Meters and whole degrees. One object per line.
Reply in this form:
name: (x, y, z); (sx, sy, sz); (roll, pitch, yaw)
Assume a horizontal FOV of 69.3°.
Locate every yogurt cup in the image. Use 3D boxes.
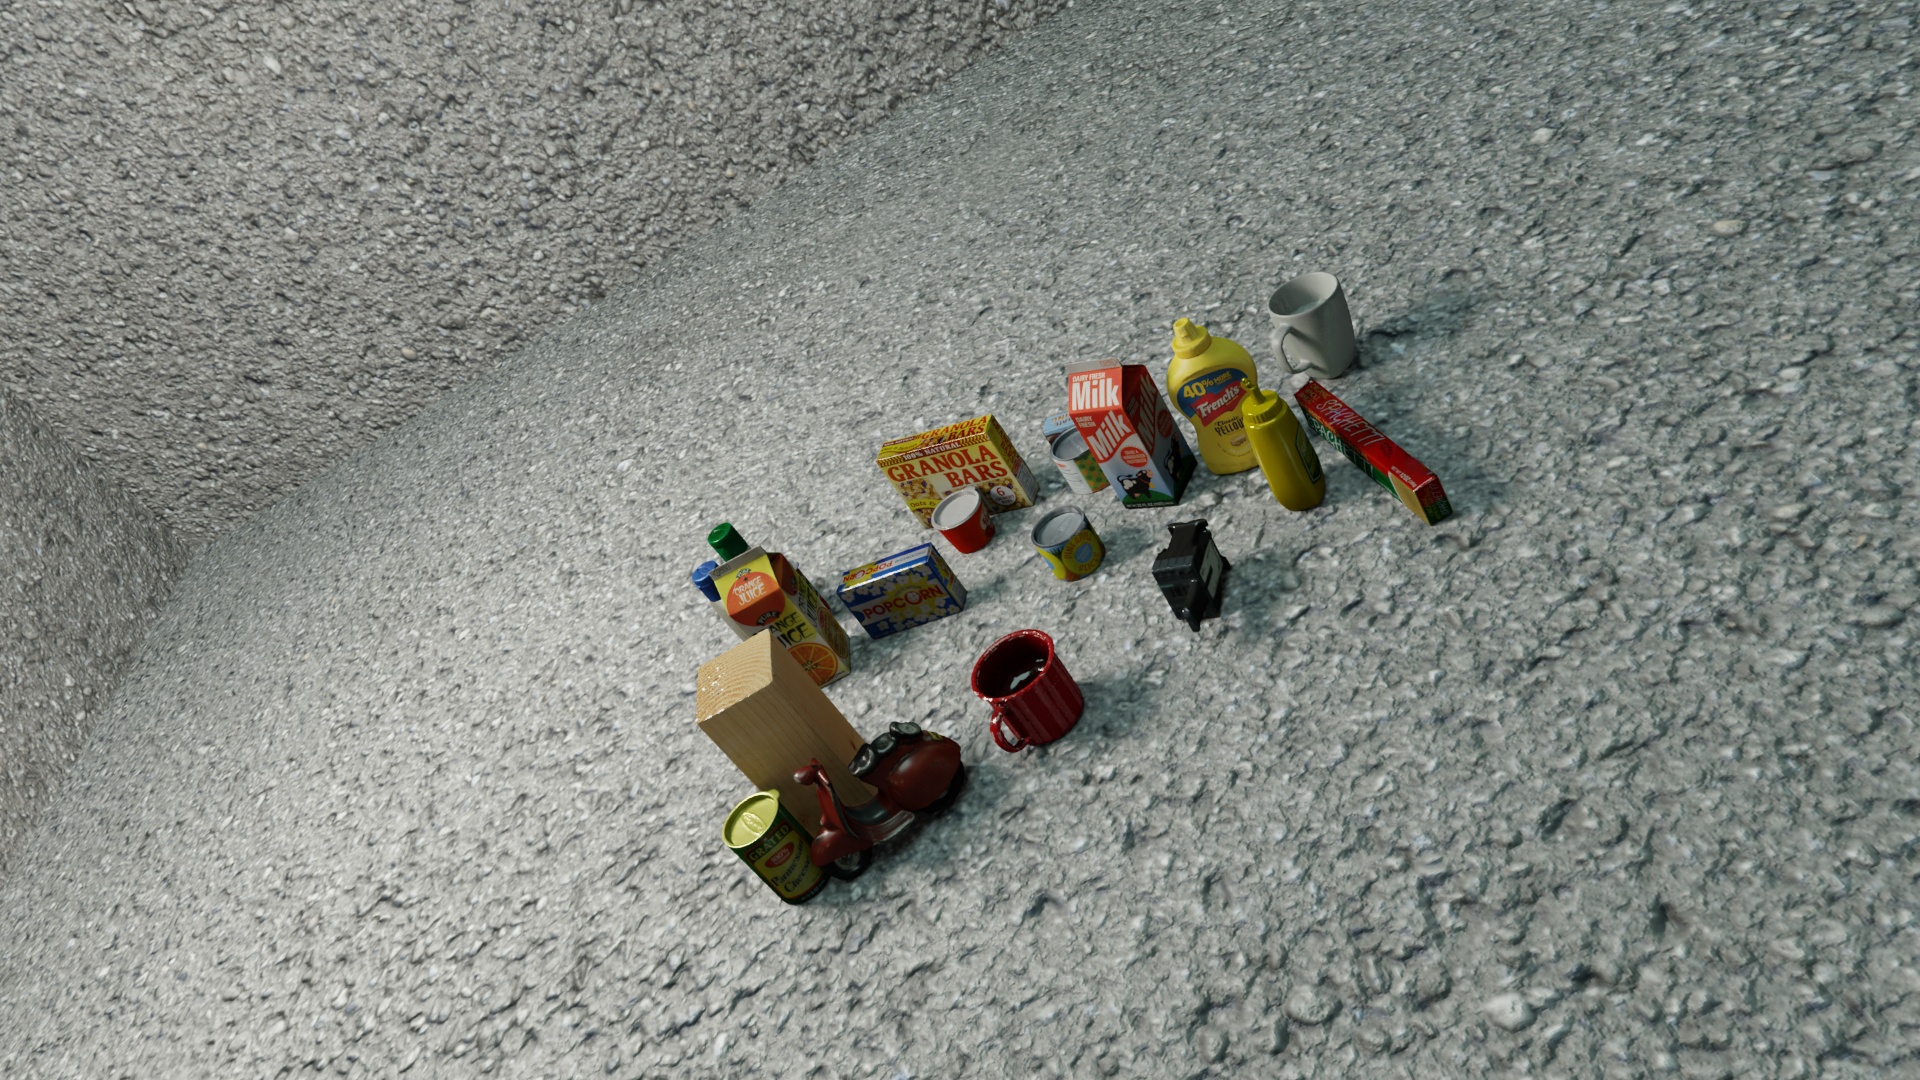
yogurt cup: (0.006, -0.021, 1.689); (0.072, 0.053, 0.073); (-24, 34, 17)

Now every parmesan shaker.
parmesan shaker: (-0.179, 0.306, 1.384); (0.071, 0.102, 0.072); (-24, 34, 17)

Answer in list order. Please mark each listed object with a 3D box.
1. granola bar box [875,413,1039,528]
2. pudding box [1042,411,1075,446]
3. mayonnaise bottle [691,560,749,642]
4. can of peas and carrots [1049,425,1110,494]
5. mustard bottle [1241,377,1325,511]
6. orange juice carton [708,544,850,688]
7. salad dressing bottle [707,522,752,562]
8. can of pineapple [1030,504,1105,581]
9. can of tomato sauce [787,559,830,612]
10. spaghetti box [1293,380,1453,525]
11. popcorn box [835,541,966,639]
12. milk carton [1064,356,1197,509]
granola bar box: (-0.003, -0.083, 1.713); (0.165, 0.124, 0.039); (-12, 39, 32)
pudding box: (0.149, -0.135, 1.711); (0.083, 0.049, 0.030); (-16, 37, 28)
mayonnaise bottle: (-0.274, 0.087, 1.716); (0.065, 0.147, 0.041); (12, 55, 50)
can of peas and carrots: (0.150, -0.099, 1.654); (0.071, 0.058, 0.071); (-24, 34, 17)
mustard bottle: (0.321, -0.103, 1.406); (0.048, 0.159, 0.066); (-14, 38, 30)
orange juice carton: (-0.209, 0.086, 1.615); (0.072, 0.192, 0.073); (-28, 33, 12)
salad dressing bottle: (-0.266, 0.040, 1.770); (0.064, 0.147, 0.044); (-7, 42, 38)
can of pineapple: (0.121, 0.004, 1.546); (0.071, 0.057, 0.071); (-24, 34, 17)
can of tomato sauce: (-0.210, 0.074, 1.736); (0.071, 0.083, 0.071); (-24, 34, 17)
spaghetti box: (0.414, -0.094, 1.413); (0.028, 0.050, 0.251); (-34, 32, 3)
popcorn box: (-0.068, 0.060, 1.622); (0.126, 0.085, 0.038); (-19, 35, 24)
milk carton: (0.184, -0.127, 1.535); (0.072, 0.190, 0.074); (-4, 43, 40)
